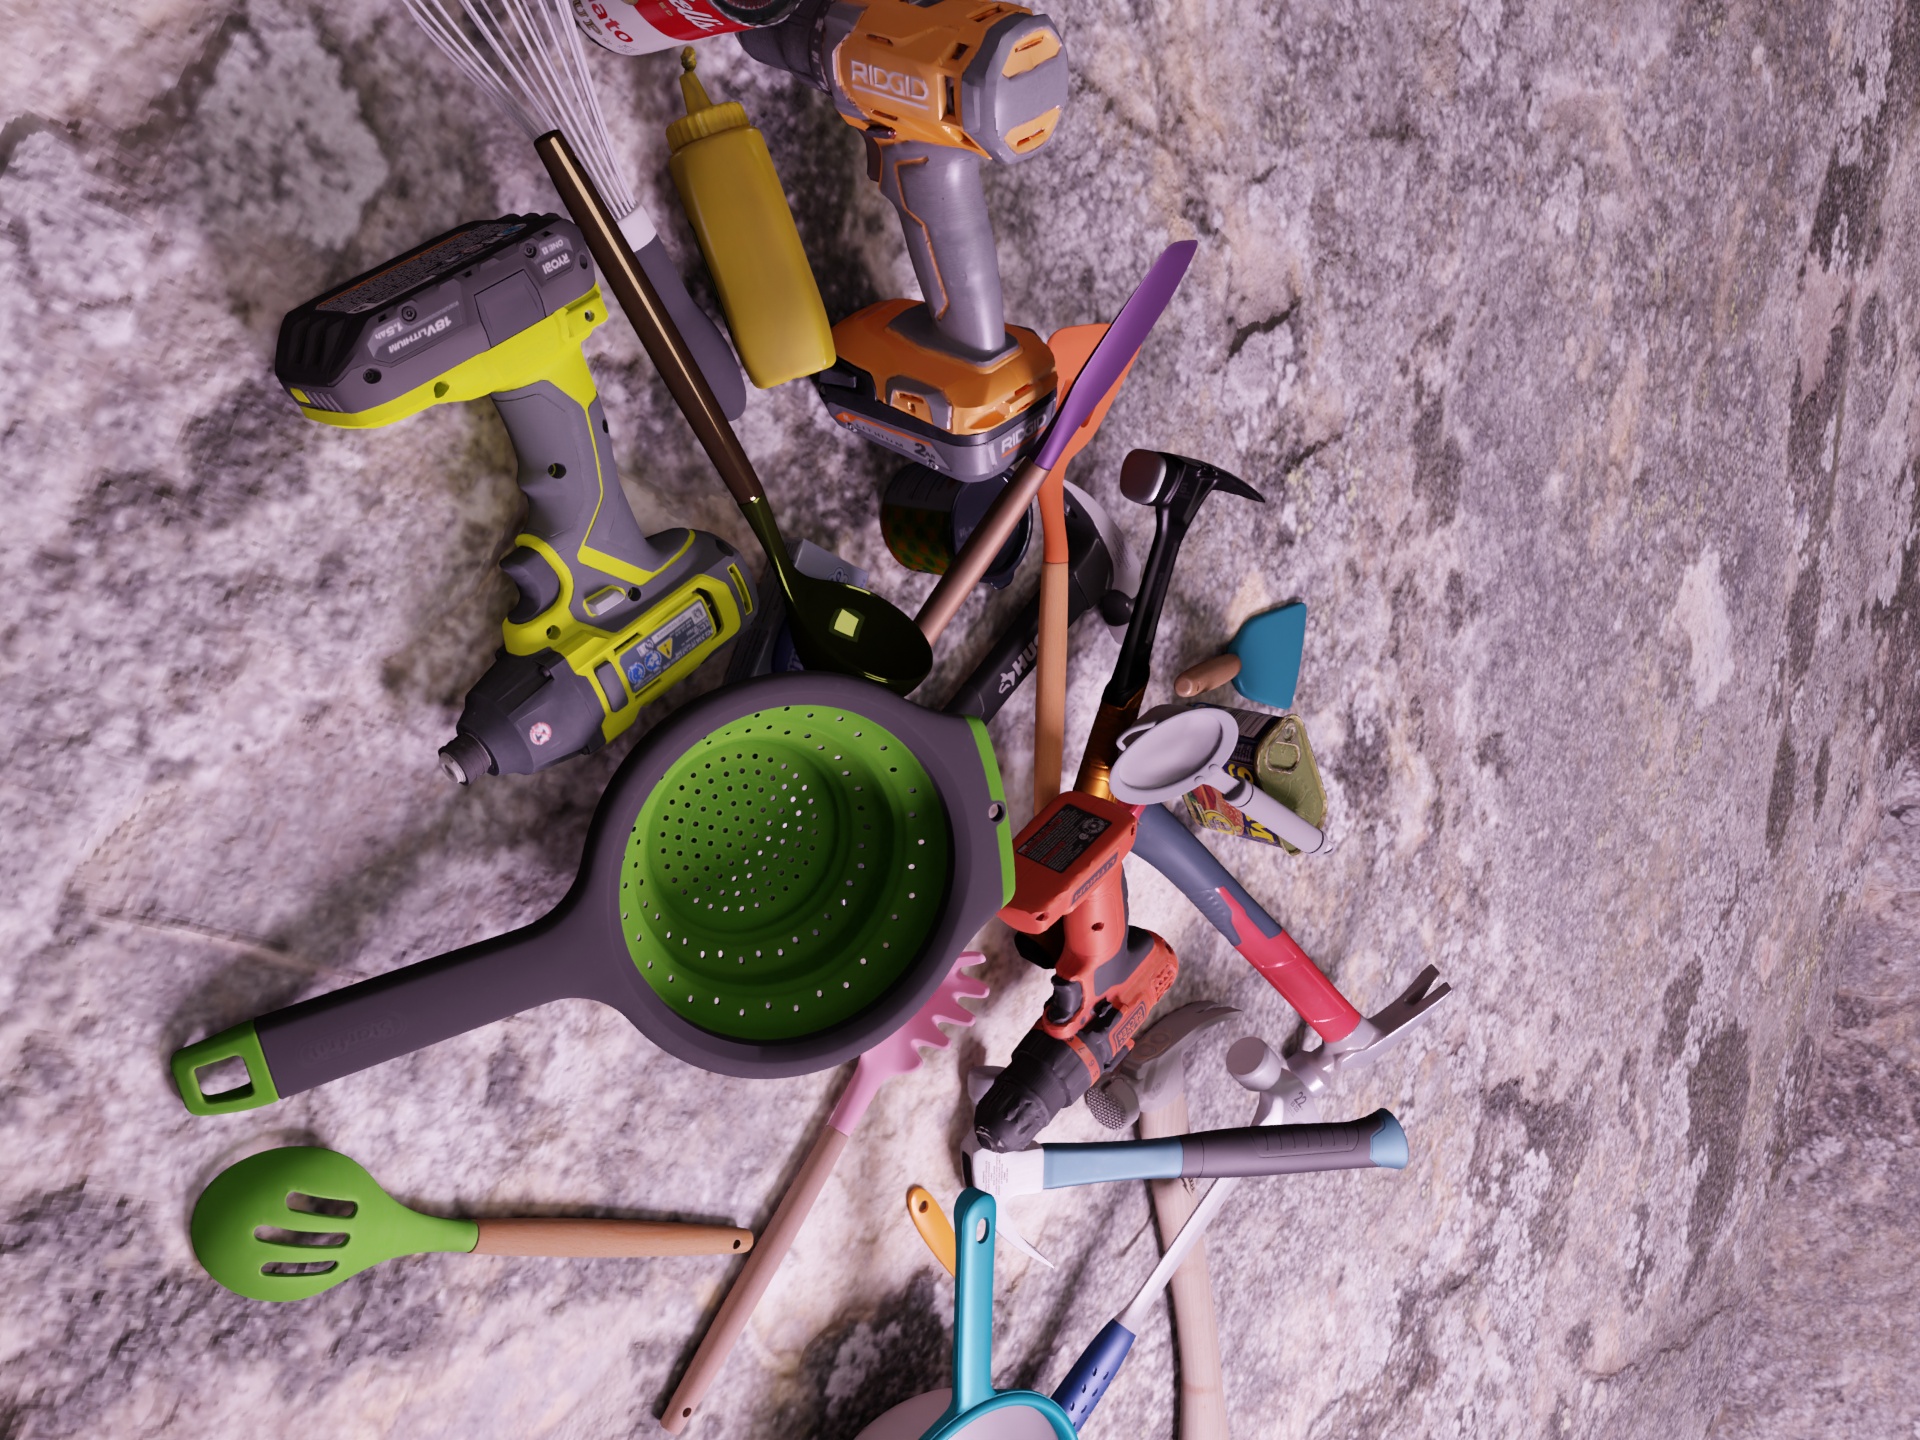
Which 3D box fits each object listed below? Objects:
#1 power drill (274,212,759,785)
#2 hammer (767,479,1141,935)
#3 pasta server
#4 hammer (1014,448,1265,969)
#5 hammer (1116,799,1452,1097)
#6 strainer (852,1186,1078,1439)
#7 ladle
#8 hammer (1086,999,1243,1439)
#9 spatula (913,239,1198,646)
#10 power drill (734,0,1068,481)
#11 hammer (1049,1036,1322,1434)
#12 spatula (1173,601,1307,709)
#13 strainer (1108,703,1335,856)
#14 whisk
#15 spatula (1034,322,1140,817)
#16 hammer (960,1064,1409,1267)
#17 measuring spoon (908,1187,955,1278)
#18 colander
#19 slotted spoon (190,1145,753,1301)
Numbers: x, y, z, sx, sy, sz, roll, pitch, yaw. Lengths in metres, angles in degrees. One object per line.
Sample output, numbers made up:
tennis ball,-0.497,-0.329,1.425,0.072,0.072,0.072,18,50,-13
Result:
power drill,-0.195,-0.092,0.705,0.171,0.080,0.223,-42,128,-32
hammer,-0.001,-0.003,0.944,0.335,0.035,0.146,-51,130,-24
pasta server,-0.081,0.264,0.922,0.060,0.040,0.316,40,72,-29
hammer,0.102,-0.001,1.006,0.127,0.034,0.337,1,109,-52
hammer,0.229,0.148,1.169,0.143,0.038,0.385,-39,127,8
strainer,-0.022,0.440,0.980,0.211,0.095,0.340,-6,101,-44
ladle,-0.101,-0.133,0.755,0.078,0.062,0.319,-92,158,-54
hammer,0.179,0.412,1.214,0.146,0.038,0.410,-29,118,-39
spatula,0.029,-0.116,0.828,0.315,0.018,0.060,-54,167,30
power drill,-0.033,-0.251,0.788,0.084,0.185,0.226,-38,143,-32
hammer,0.125,0.420,1.118,0.405,0.035,0.143,-51,127,-13
spatula,0.189,-0.036,1.069,0.317,0.044,0.082,-19,117,-70
strainer,0.170,0.042,1.017,0.087,0.050,0.258,-41,134,20
whisk,-0.167,-0.250,0.715,0.070,0.070,0.284,-51,135,-24
spatula,0.061,-0.068,0.936,0.081,0.041,0.322,-13,110,-44
hammer,0.158,0.292,1.071,0.331,0.033,0.128,2,92,-20
measuring spoon,-0.007,0.342,1.030,0.021,0.011,0.116,-45,127,-28
colander,-0.170,0.092,0.774,0.397,0.095,0.204,-18,109,-22
slotted spoon,-0.221,0.255,0.791,0.313,0.031,0.070,22,83,-46
